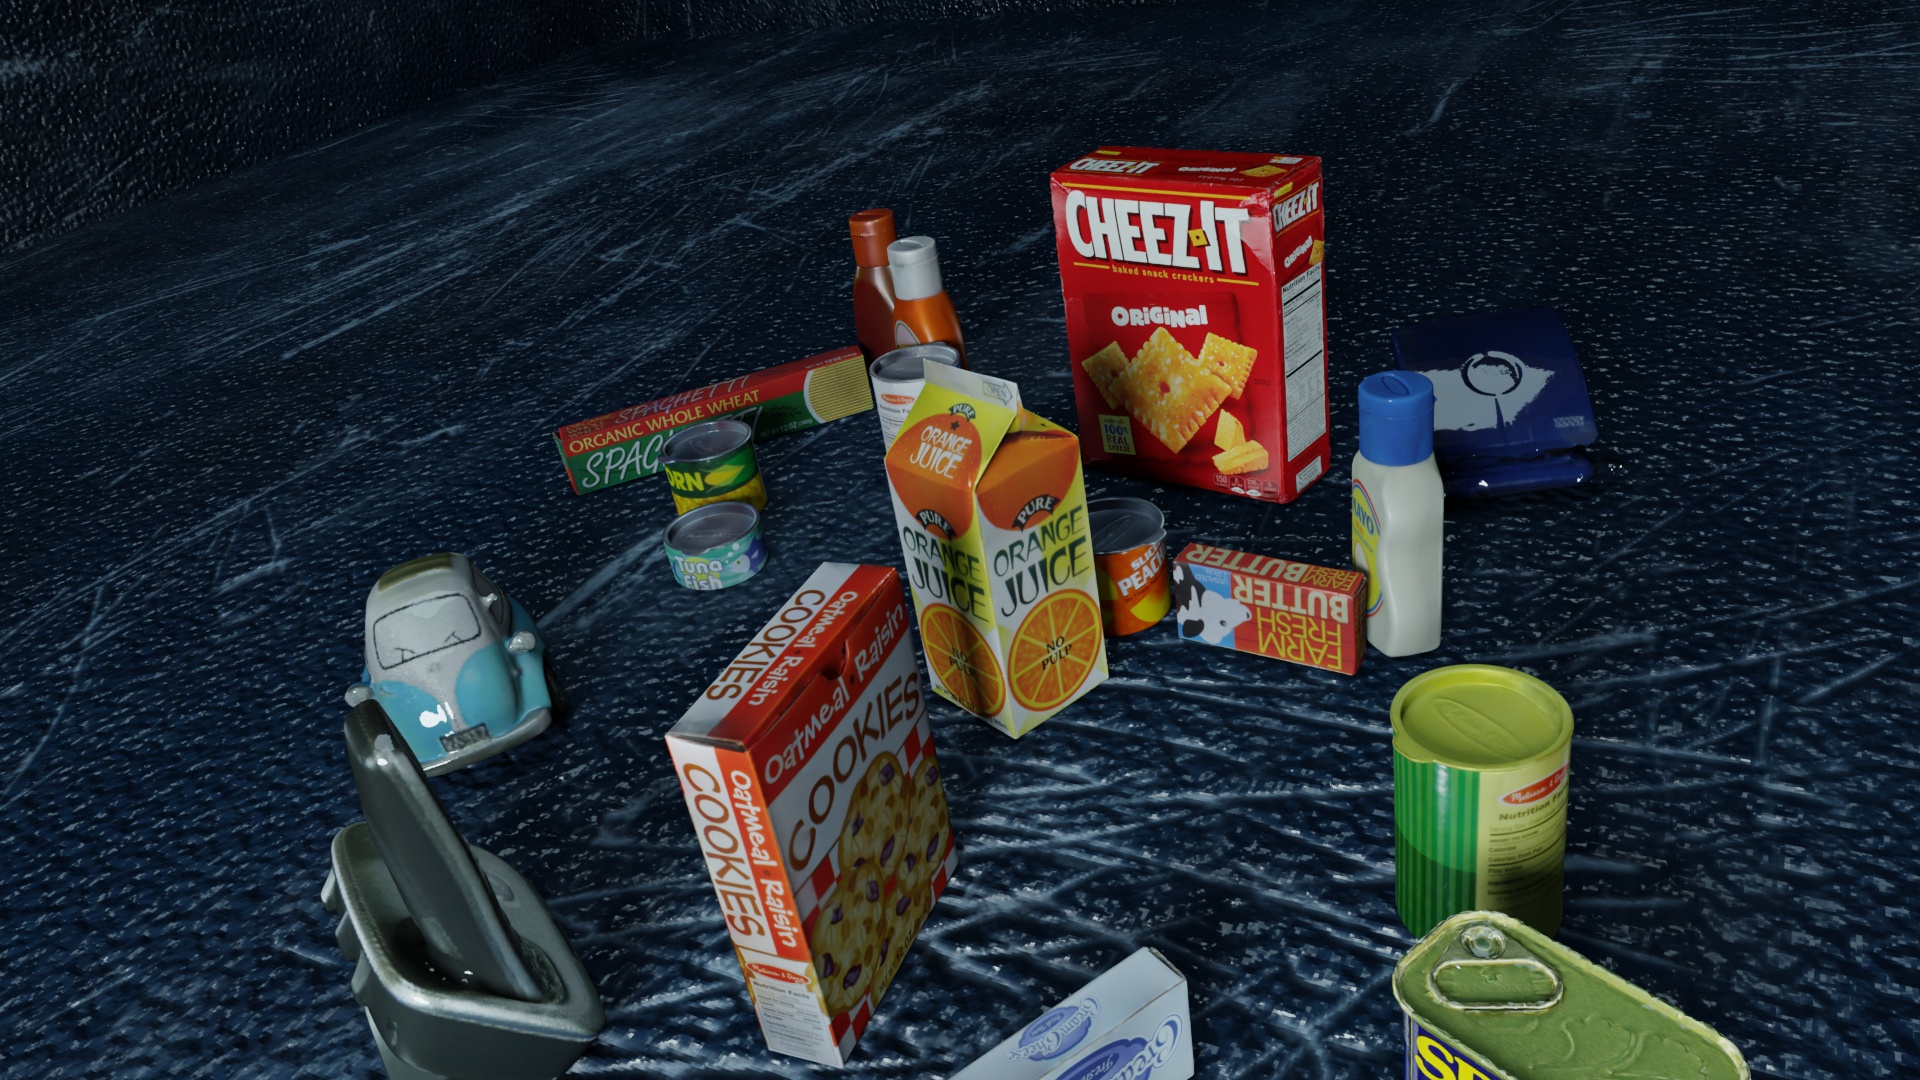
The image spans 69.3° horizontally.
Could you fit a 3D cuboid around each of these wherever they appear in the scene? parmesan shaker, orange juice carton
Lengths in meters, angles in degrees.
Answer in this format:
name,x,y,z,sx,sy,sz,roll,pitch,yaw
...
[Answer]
name,x,y,z,sx,sy,sz,roll,pitch,yaw
parmesan shaker,0.205,0.111,0.558,0.071,0.102,0.071,-8,29,4
orange juice carton,0.018,-0.001,0.723,0.073,0.191,0.072,-29,34,-31

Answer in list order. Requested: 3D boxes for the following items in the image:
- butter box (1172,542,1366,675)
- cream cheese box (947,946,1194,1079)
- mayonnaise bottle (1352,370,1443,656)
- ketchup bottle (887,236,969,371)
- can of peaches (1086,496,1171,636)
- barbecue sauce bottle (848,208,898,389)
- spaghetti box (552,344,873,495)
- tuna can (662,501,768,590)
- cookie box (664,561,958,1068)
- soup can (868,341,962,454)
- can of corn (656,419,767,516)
name,x,y,z,sx,sy,sz,roll,pitch,yaw
butter box,0.168,0.036,0.753,0.103,0.053,0.024,11,35,33
cream cheese box,0.039,0.198,0.507,0.104,0.053,0.024,-26,32,-26
mayonnaise bottle,0.228,-0.015,0.728,0.041,0.147,0.065,-11,29,-1
ketchup bottle,-0.024,-0.154,1.052,0.044,0.148,0.065,-28,34,-29
can of peaches,0.090,0.015,0.809,0.071,0.057,0.071,-8,29,4
barbecue sauce bottle,-0.060,-0.194,1.133,0.065,0.147,0.044,15,38,38
spaghetti box,-0.192,-0.097,1.104,0.251,0.050,0.029,-18,30,-14
tuna can,-0.165,0.005,0.934,0.071,0.032,0.071,-8,29,4
cookie box,-0.052,0.110,0.574,0.040,0.166,0.123,4,32,25
soup can,-0.025,-0.093,1.010,0.071,0.083,0.072,-8,29,4
can of corn,-0.179,-0.046,1.002,0.071,0.058,0.071,-8,29,4
